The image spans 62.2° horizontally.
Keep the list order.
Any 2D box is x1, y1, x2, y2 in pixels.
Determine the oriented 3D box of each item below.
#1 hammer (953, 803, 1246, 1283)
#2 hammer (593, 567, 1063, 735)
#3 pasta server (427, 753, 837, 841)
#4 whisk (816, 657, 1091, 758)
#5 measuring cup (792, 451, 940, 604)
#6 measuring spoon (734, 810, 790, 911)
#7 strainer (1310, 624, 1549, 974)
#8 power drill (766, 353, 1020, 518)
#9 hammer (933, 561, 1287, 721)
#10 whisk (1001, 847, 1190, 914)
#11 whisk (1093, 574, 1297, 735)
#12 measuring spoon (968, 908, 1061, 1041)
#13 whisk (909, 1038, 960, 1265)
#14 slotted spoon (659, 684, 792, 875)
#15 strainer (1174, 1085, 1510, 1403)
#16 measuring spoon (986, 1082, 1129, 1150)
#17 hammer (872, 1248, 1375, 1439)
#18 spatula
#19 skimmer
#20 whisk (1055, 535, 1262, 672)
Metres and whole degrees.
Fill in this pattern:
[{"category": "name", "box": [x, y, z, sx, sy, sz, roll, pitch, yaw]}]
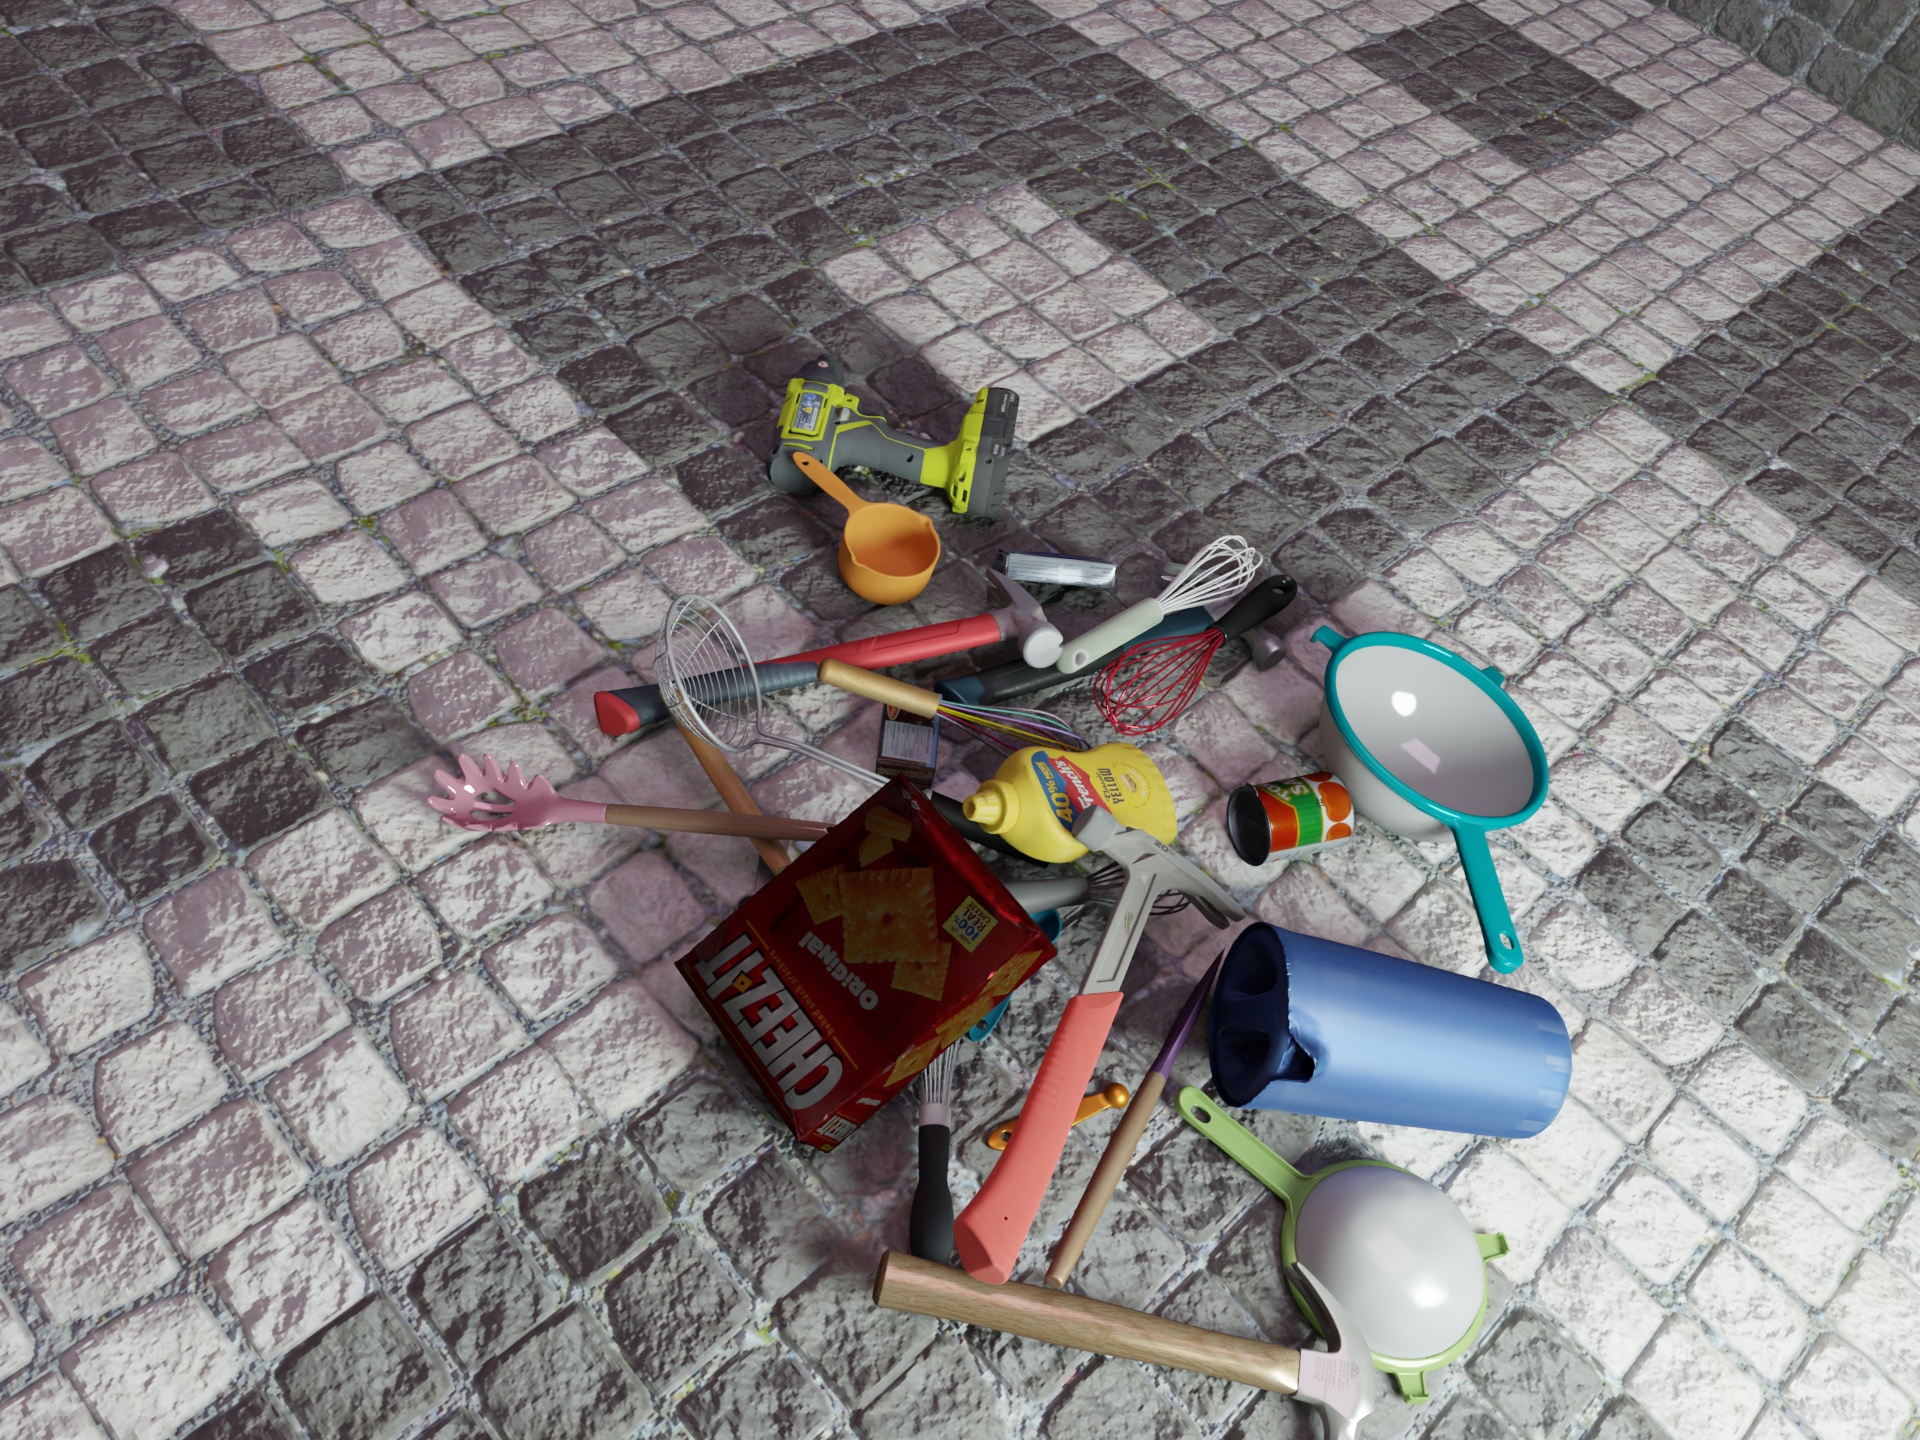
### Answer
[{"category": "hammer", "box": [0.090, 0.228, 1.108, 0.149, 0.036, 0.359, 36, 51, -10]}, {"category": "hammer", "box": [-0.117, -0.055, 1.344, 0.386, 0.038, 0.143, -13, 32, -16]}, {"category": "pasta server", "box": [-0.240, 0.069, 1.191, 0.316, 0.040, 0.060, 5, 64, 6]}, {"category": "whisk", "box": [-0.003, -0.004, 1.309, 0.245, 0.051, 0.047, 18, 23, -16]}, {"category": "measuring cup", "box": [-0.096, -0.174, 1.443, 0.174, 0.052, 0.095, 43, 55, 17]}, {"category": "measuring spoon", "box": [-0.150, 0.118, 1.227, 0.034, 0.018, 0.124, 22, 42, -12]}, {"category": "strainer", "box": [0.389, 0.079, 1.321, 0.211, 0.095, 0.341, 12, 47, -17]}, {"category": "power drill", "box": [-0.061, -0.279, 1.528, 0.223, 0.080, 0.171, 10, 51, -1]}, {"category": "hammer", "box": [0.129, -0.061, 1.422, 0.331, 0.033, 0.128, -18, 58, -25]}, {"category": "whisk", "box": [0.090, 0.133, 1.217, 0.239, 0.055, 0.055, -3, 51, -34]}, {"category": "whisk", "box": [0.213, -0.065, 1.393, 0.073, 0.073, 0.296, 40, 48, 19]}, {"category": "measuring spoon", "box": [0.037, 0.192, 1.210, 0.042, 0.021, 0.129, 27, 60, 8]}, {"category": "whisk", "box": [-0.016, 0.250, 1.123, 0.070, 0.070, 0.285, 6, 55, -8]}, {"category": "slotted spoon", "box": [-0.149, 0.094, 1.206, 0.070, 0.031, 0.314, -28, 69, -20]}, {"category": "strainer", "box": [0.262, 0.333, 1.110, 0.256, 0.069, 0.151, 37, 53, 15]}, {"category": "measuring spoon", "box": [0.071, 0.284, 1.142, 0.117, 0.011, 0.021, -14, 56, -23]}, {"category": "hammer", "box": [0.107, 0.394, 1.028, 0.331, 0.031, 0.130, 15, 60, -3]}, {"category": "spatula", "box": [0.129, 0.268, 1.116, 0.018, 0.059, 0.316, 30, 44, 10]}, {"category": "skimmer", "box": [-0.071, 0.018, 1.236, 0.363, 0.090, 0.127, 24, 33, -8]}, {"category": "whisk", "box": [0.177, -0.102, 1.421, 0.246, 0.057, 0.059, -30, 31, -27]}]
